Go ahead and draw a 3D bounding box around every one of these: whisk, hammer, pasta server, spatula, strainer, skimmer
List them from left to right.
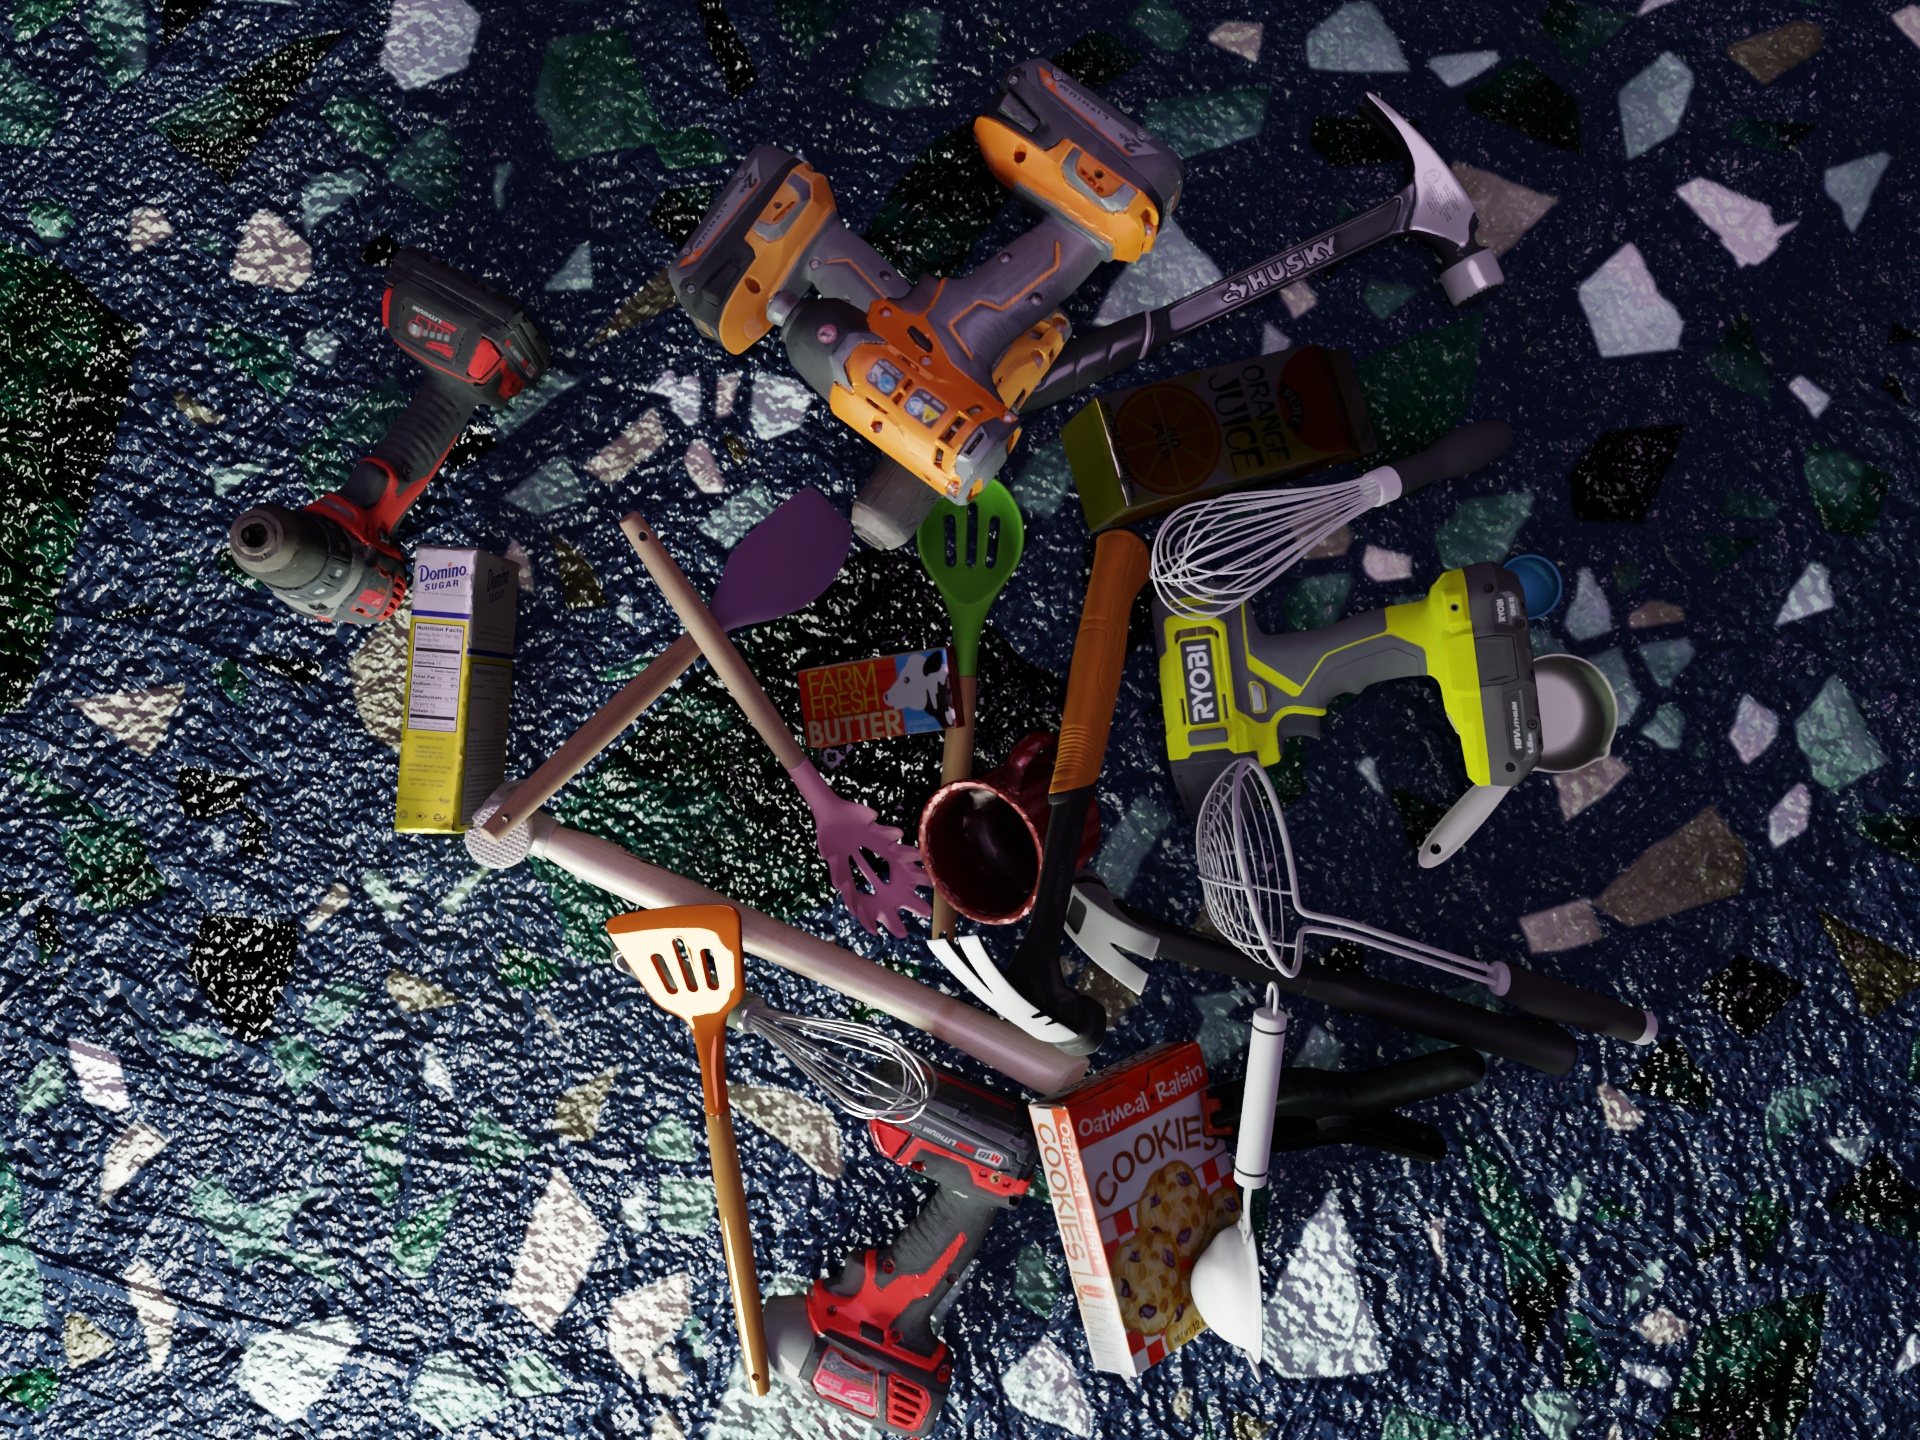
[{"bbox_3d":[-0.171,-0.036,0.964,0.059,0.018,0.316,47,59,-7],"label":"spatula"},{"bbox_3d":[-0.146,0.262,0.958,0.081,0.041,0.322,-6,99,7],"label":"spatula"},{"bbox_3d":[-0.121,0.185,0.985,0.246,0.059,0.057,20,122,27],"label":"whisk"},{"bbox_3d":[-0.112,0.006,0.976,0.060,0.040,0.316,-39,114,-16],"label":"pasta server"},{"bbox_3d":[-0.108,0.141,1.005,0.410,0.146,0.038,26,91,-9],"label":"hammer"},{"bbox_3d":[0.065,0.018,0.940,0.034,0.127,0.337,-14,49,38],"label":"hammer"},{"bbox_3d":[0.135,-0.263,1.028,0.409,0.036,0.149,-24,88,1],"label":"hammer"},{"bbox_3d":[0.168,0.274,0.940,0.050,0.087,0.258,4,103,-2],"label":"strainer"},{"bbox_3d":[0.228,0.166,0.989,0.334,0.146,0.035,17,97,-8],"label":"hammer"},{"bbox_3d":[0.235,-0.133,0.984,0.284,0.070,0.070,-23,90,-21],"label":"whisk"},{"bbox_3d":[0.293,0.127,0.955,0.363,0.090,0.127,20,49,-17],"label":"skimmer"}]

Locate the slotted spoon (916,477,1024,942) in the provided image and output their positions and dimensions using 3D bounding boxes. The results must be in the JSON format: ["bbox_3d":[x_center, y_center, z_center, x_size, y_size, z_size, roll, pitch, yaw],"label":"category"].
[{"bbox_3d":[-0.002,-0.003,1.033,0.070,0.031,0.314,4,92,5],"label":"slotted spoon"}]

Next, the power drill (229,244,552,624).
[{"bbox_3d":[-0.348,-0.165,0.959,0.080,0.188,0.227,28,86,0],"label":"power drill"}]

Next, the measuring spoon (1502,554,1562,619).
[{"bbox_3d":[0.328,-0.067,1.038,0.128,0.021,0.042,-26,90,9],"label":"measuring spoon"}]

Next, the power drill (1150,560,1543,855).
[{"bbox_3d":[0.238,-0.010,0.991,0.223,0.080,0.171,-7,89,16],"label":"power drill"}]

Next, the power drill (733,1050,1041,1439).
[{"bbox_3d":[-0.045,0.331,1.009,0.143,0.078,0.219,23,93,1],"label":"power drill"}]

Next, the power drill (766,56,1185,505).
[{"bbox_3d":[0.005,-0.259,0.916,0.164,0.084,0.226,37,90,4],"label":"power drill"}]

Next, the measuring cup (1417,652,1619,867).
[{"bbox_3d":[0.349,0.029,1.024,0.083,0.038,0.167,41,92,1],"label":"measuring cup"}]

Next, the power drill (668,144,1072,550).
[{"bbox_3d":[-0.070,-0.229,0.990,0.226,0.084,0.185,33,86,8],"label":"power drill"}]
